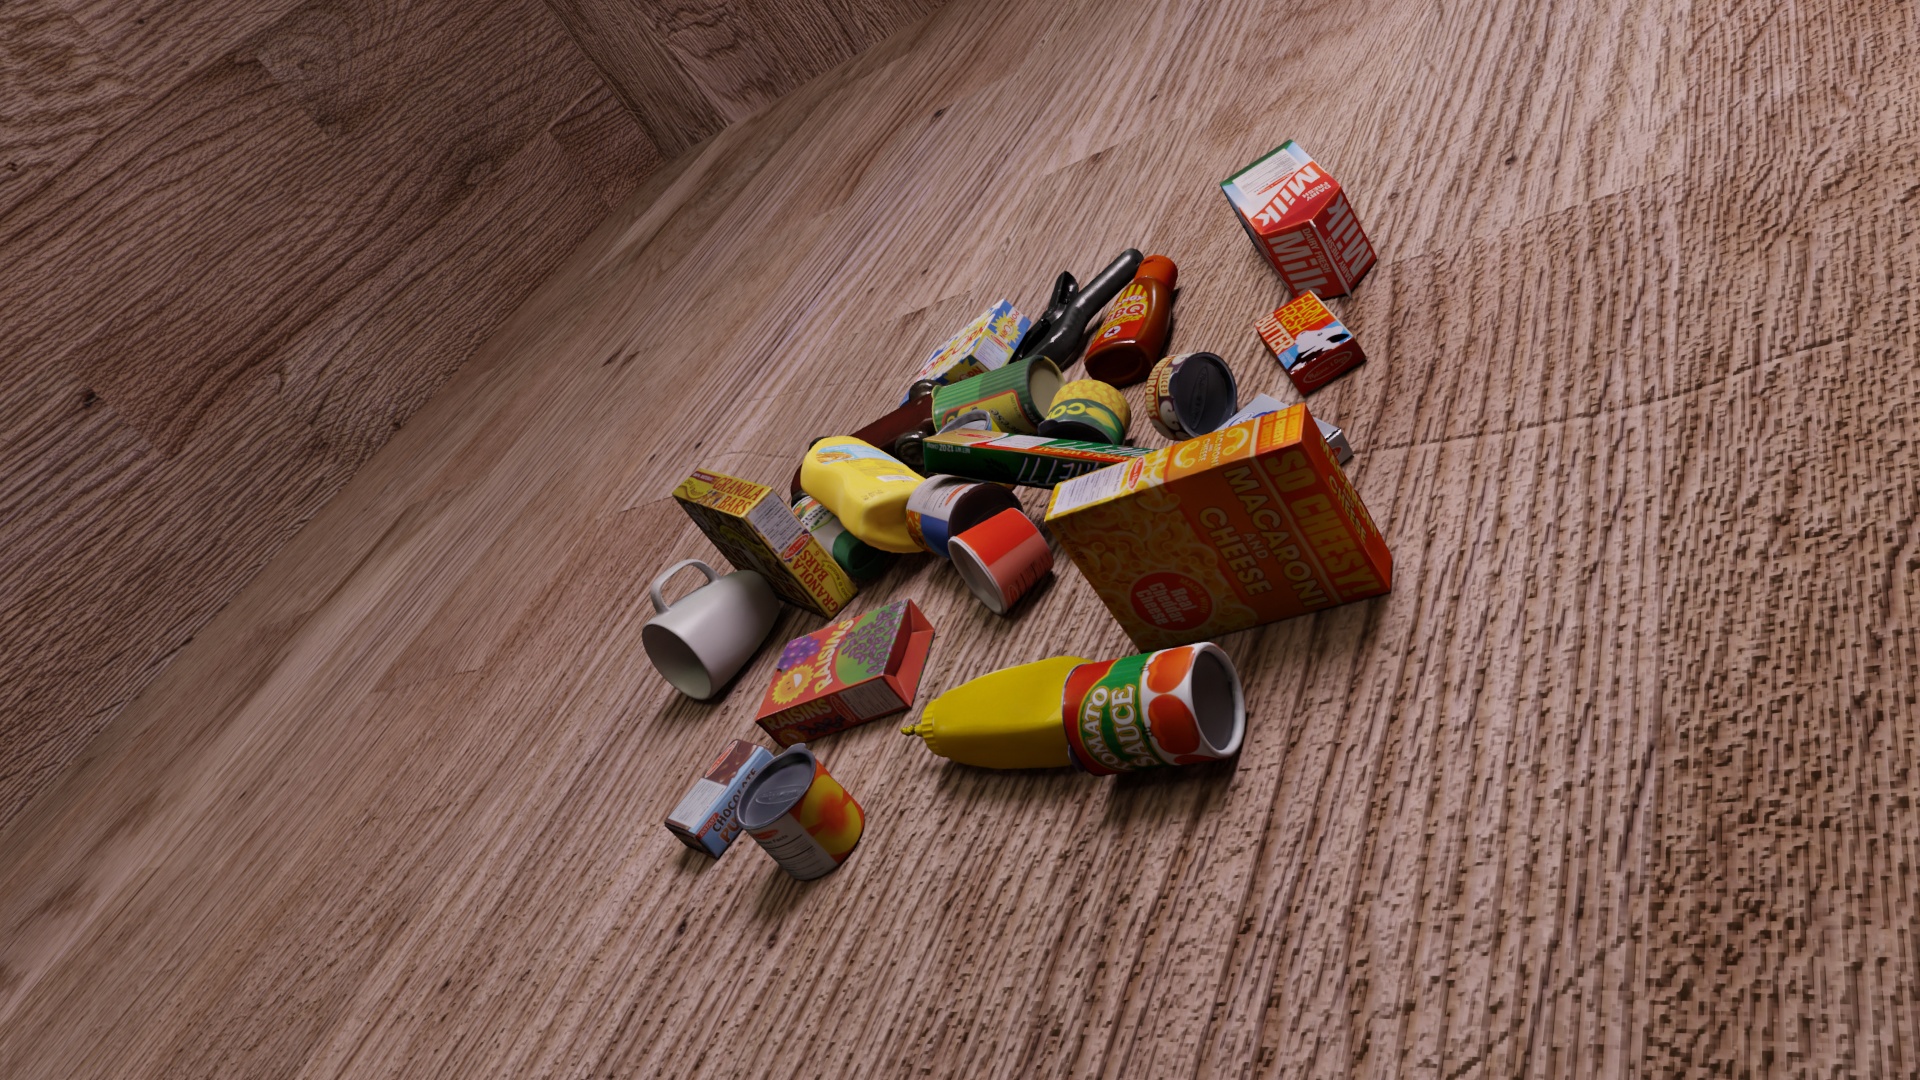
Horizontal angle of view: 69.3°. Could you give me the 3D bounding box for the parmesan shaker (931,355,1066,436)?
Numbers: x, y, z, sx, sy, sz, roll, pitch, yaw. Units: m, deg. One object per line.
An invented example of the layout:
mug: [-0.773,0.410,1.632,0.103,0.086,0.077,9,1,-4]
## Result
parmesan shaker: [0.034,-0.119,1.212,0.103,0.071,0.072,-15,34,36]

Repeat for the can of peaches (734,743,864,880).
can of peaches: [-0.105,0.180,0.921,0.071,0.058,0.071,-29,27,17]

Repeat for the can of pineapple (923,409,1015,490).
can of pineapple: [0.012,-0.066,1.170,0.071,0.057,0.071,-29,28,17]

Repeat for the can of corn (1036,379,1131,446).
can of corn: [0.095,-0.085,1.087,0.071,0.071,0.058,-18,32,33]

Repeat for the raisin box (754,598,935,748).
raisin box: [-0.087,0.100,1.046,0.123,0.040,0.086,-22,32,29]

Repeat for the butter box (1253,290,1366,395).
butter box: [0.260,-0.150,1.043,0.053,0.024,0.104,-31,28,11]

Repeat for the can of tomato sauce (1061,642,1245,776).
can of tomato sauce: [0.109,0.097,0.787,0.083,0.071,0.071,-15,34,36]

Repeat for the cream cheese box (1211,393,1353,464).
cream cheese box: [0.219,-0.066,0.960,0.053,0.024,0.104,-38,27,-3]

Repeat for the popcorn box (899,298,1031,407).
popcorn box: [0.003,-0.167,1.328,0.126,0.038,0.085,-29,25,50]

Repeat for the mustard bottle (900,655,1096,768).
mustard bottle: [0.024,0.113,0.882,0.160,0.048,0.066,-13,36,40]

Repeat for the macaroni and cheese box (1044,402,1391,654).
macaroni and cheese box: [0.153,-0.003,0.829,0.166,0.123,0.040,-18,34,32]

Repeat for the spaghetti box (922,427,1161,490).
spaghetti box: [0.082,-0.055,1.018,0.250,0.028,0.050,10,20,38]

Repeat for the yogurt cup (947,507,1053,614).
yogurt cup: [0.032,0.013,1.018,0.054,0.072,0.072,-35,26,-13]

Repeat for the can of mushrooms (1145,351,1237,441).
can of mushrooms: [0.170,-0.107,1.033,0.071,0.071,0.033,-49,27,-23]

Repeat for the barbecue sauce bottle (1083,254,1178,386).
barbecue sauce bottle: [0.157,-0.196,1.219,0.064,0.043,0.149,-16,33,37]

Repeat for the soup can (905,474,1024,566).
soup can: [0.004,-0.014,1.089,0.071,0.071,0.084,-45,23,-14]

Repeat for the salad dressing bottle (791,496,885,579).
salad dressing bottle: [-0.109,-0.002,1.228,0.064,0.044,0.148,-38,27,-12]

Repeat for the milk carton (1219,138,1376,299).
milk carton: [0.279,-0.259,1.140,0.073,0.072,0.191,-31,26,13]

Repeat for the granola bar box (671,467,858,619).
granola bar box: [-0.174,0.001,1.212,0.039,0.124,0.165,-46,28,-17]

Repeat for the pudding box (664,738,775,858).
pudding box: [-0.172,0.188,1.019,0.049,0.030,0.084,0,45,52]
